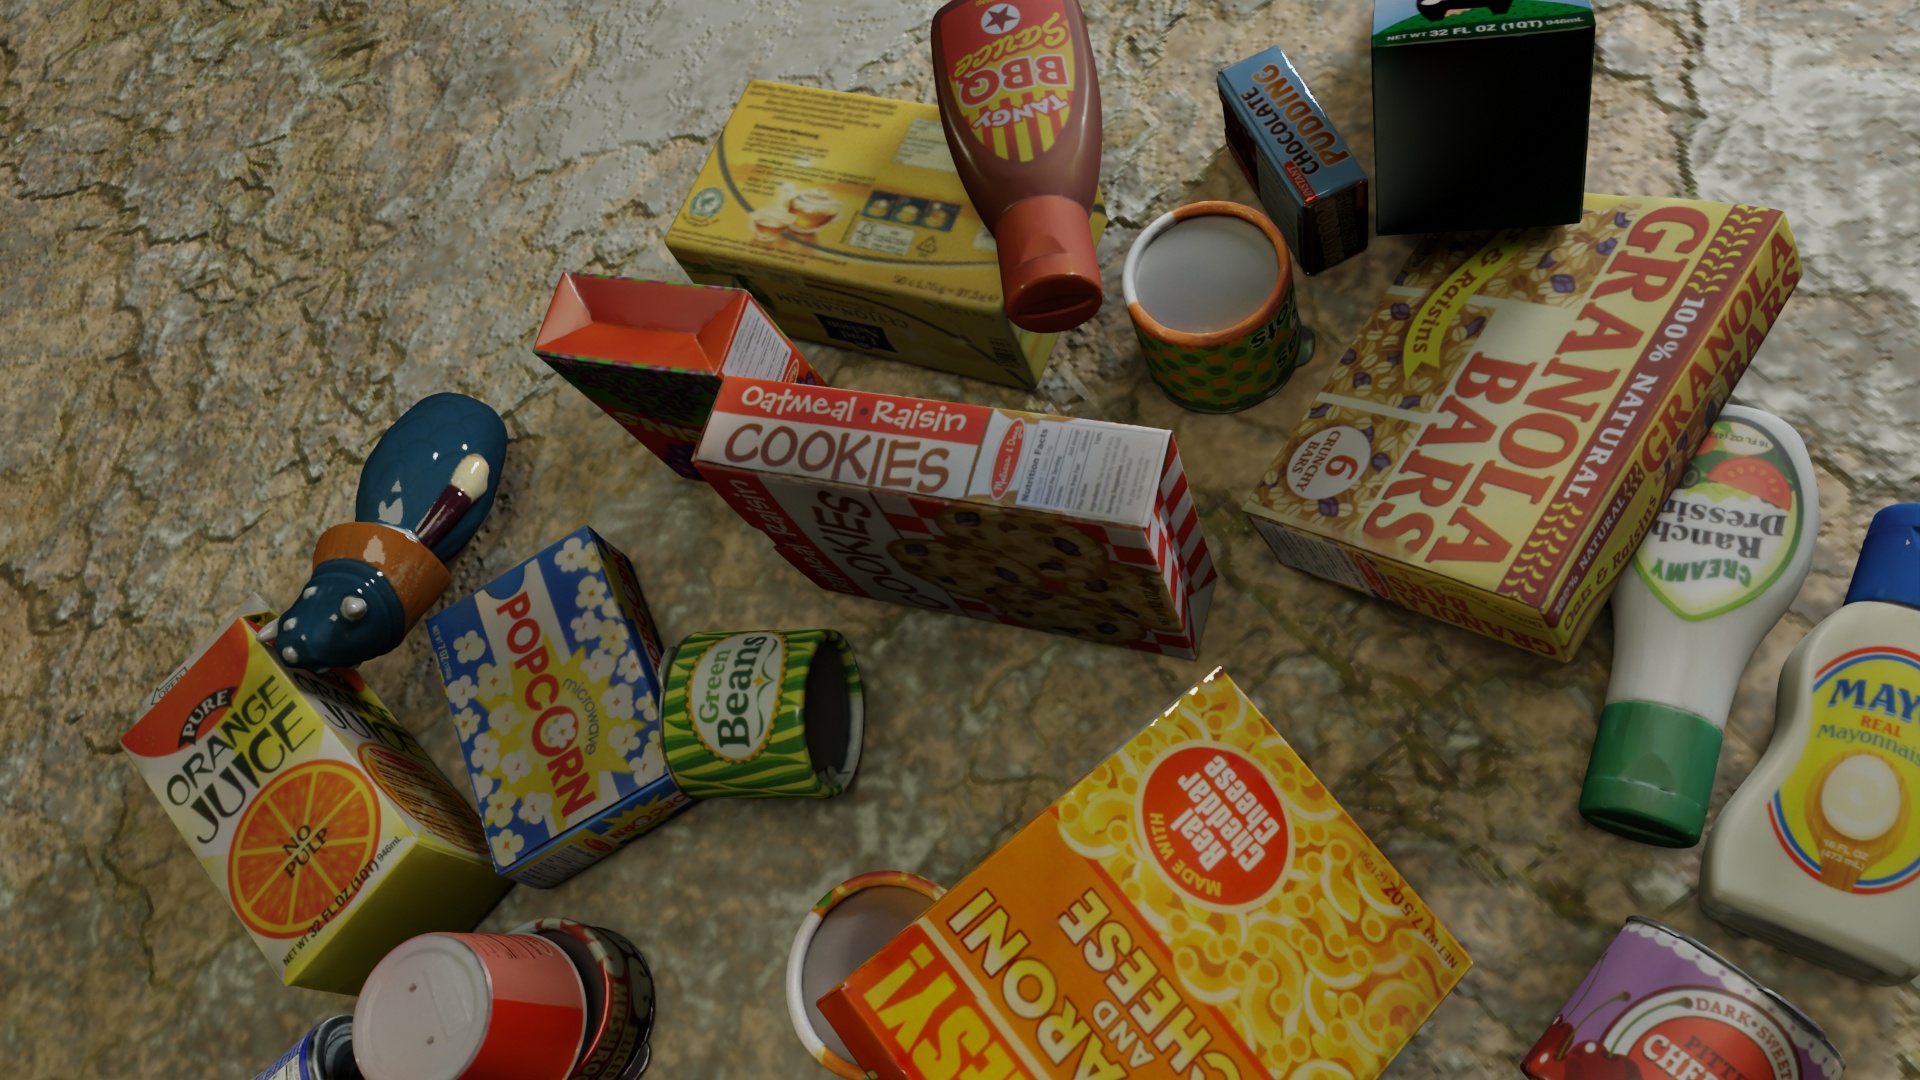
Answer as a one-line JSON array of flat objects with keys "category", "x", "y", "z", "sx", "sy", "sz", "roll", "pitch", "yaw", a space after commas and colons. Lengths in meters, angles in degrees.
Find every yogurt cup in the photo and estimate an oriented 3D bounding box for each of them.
[{"category": "yogurt cup", "x": -0.175, "y": 0.171, "z": 0.492, "sx": 0.072, "sy": 0.053, "sz": 0.072, "roll": -7, "pitch": 65, "yaw": 15}]

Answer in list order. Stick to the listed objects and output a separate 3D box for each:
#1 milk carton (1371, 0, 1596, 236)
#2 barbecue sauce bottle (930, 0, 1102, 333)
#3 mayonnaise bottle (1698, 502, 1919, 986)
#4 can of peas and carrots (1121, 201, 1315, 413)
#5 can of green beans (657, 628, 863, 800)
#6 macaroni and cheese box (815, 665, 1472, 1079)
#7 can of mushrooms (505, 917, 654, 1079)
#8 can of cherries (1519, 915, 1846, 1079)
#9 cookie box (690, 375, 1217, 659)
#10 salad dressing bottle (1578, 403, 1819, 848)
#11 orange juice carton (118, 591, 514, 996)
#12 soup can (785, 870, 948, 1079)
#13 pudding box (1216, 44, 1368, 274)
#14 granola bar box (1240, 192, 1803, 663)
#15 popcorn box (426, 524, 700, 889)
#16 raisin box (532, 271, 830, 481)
[{"category": "milk carton", "x": 0.200, "y": -0.196, "z": 0.544, "sx": 0.072, "sy": 0.073, "sz": 0.192, "roll": 1, "pitch": 39, "yaw": 19}, {"category": "barbecue sauce bottle", "x": 0.027, "y": -0.151, "z": 0.541, "sx": 0.065, "sy": 0.043, "sz": 0.149, "roll": -11, "pitch": 63, "yaw": 8}, {"category": "mayonnaise bottle", "x": 0.288, "y": 0.059, "z": 0.439, "sx": 0.065, "sy": 0.041, "sz": 0.148, "roll": 20, "pitch": 75, "yaw": 27}, {"category": "can of peas and carrots", "x": 0.104, "y": -0.093, "z": 0.558, "sx": 0.071, "sy": 0.058, "sz": 0.071, "roll": -7, "pitch": 65, "yaw": 15}, {"category": "can of green beans", "x": -0.075, "y": 0.067, "z": 0.539, "sx": 0.058, "sy": 0.071, "sz": 0.071, "roll": -3, "pitch": 66, "yaw": 16}, {"category": "macaroni and cheese box", "x": 0.059, "y": 0.135, "z": 0.420, "sx": 0.167, "sy": 0.040, "sz": 0.124, "roll": -33, "pitch": 77, "yaw": -31}, {"category": "can of mushrooms", "x": -0.153, "y": 0.181, "z": 0.531, "sx": 0.071, "sy": 0.033, "sz": 0.071, "roll": -7, "pitch": 64, "yaw": 15}, {"category": "can of cherries", "x": 0.209, "y": 0.154, "z": 0.405, "sx": 0.071, "sy": 0.071, "sz": 0.058, "roll": 38, "pitch": 83, "yaw": 28}, {"category": "cookie box", "x": 0.002, "y": -0.006, "z": 0.515, "sx": 0.167, "sy": 0.122, "sz": 0.040, "roll": 9, "pitch": 70, "yaw": 21}, {"category": "salad dressing bottle", "x": 0.244, "y": 0.027, "z": 0.467, "sx": 0.064, "sy": 0.044, "sz": 0.148, "roll": 13, "pitch": 71, "yaw": 27}, {"category": "orange juice carton", "x": -0.280, "y": 0.100, "z": 0.587, "sx": 0.193, "sy": 0.073, "sz": 0.072, "roll": 37, "pitch": 82, "yaw": 28}, {"category": "soup can", "x": -0.011, "y": 0.151, "z": 0.470, "sx": 0.071, "sy": 0.083, "sz": 0.071, "roll": -7, "pitch": 65, "yaw": 15}, {"category": "pudding box", "x": 0.139, "y": -0.160, "z": 0.582, "sx": 0.030, "sy": 0.049, "sz": 0.084, "roll": -25, "pitch": 61, "yaw": 5}, {"category": "granola bar box", "x": 0.196, "y": -0.051, "z": 0.496, "sx": 0.124, "sy": 0.039, "sz": 0.166, "roll": 23, "pitch": 74, "yaw": 49}, {"category": "popcorn box", "x": -0.165, "y": 0.069, "z": 0.583, "sx": 0.085, "sy": 0.038, "sz": 0.127, "roll": -31, "pitch": 61, "yaw": 4}, {"category": "raisin box", "x": -0.103, "y": -0.061, "z": 0.574, "sx": 0.086, "sy": 0.123, "sz": 0.040, "roll": 8, "pitch": 71, "yaw": 21}]
